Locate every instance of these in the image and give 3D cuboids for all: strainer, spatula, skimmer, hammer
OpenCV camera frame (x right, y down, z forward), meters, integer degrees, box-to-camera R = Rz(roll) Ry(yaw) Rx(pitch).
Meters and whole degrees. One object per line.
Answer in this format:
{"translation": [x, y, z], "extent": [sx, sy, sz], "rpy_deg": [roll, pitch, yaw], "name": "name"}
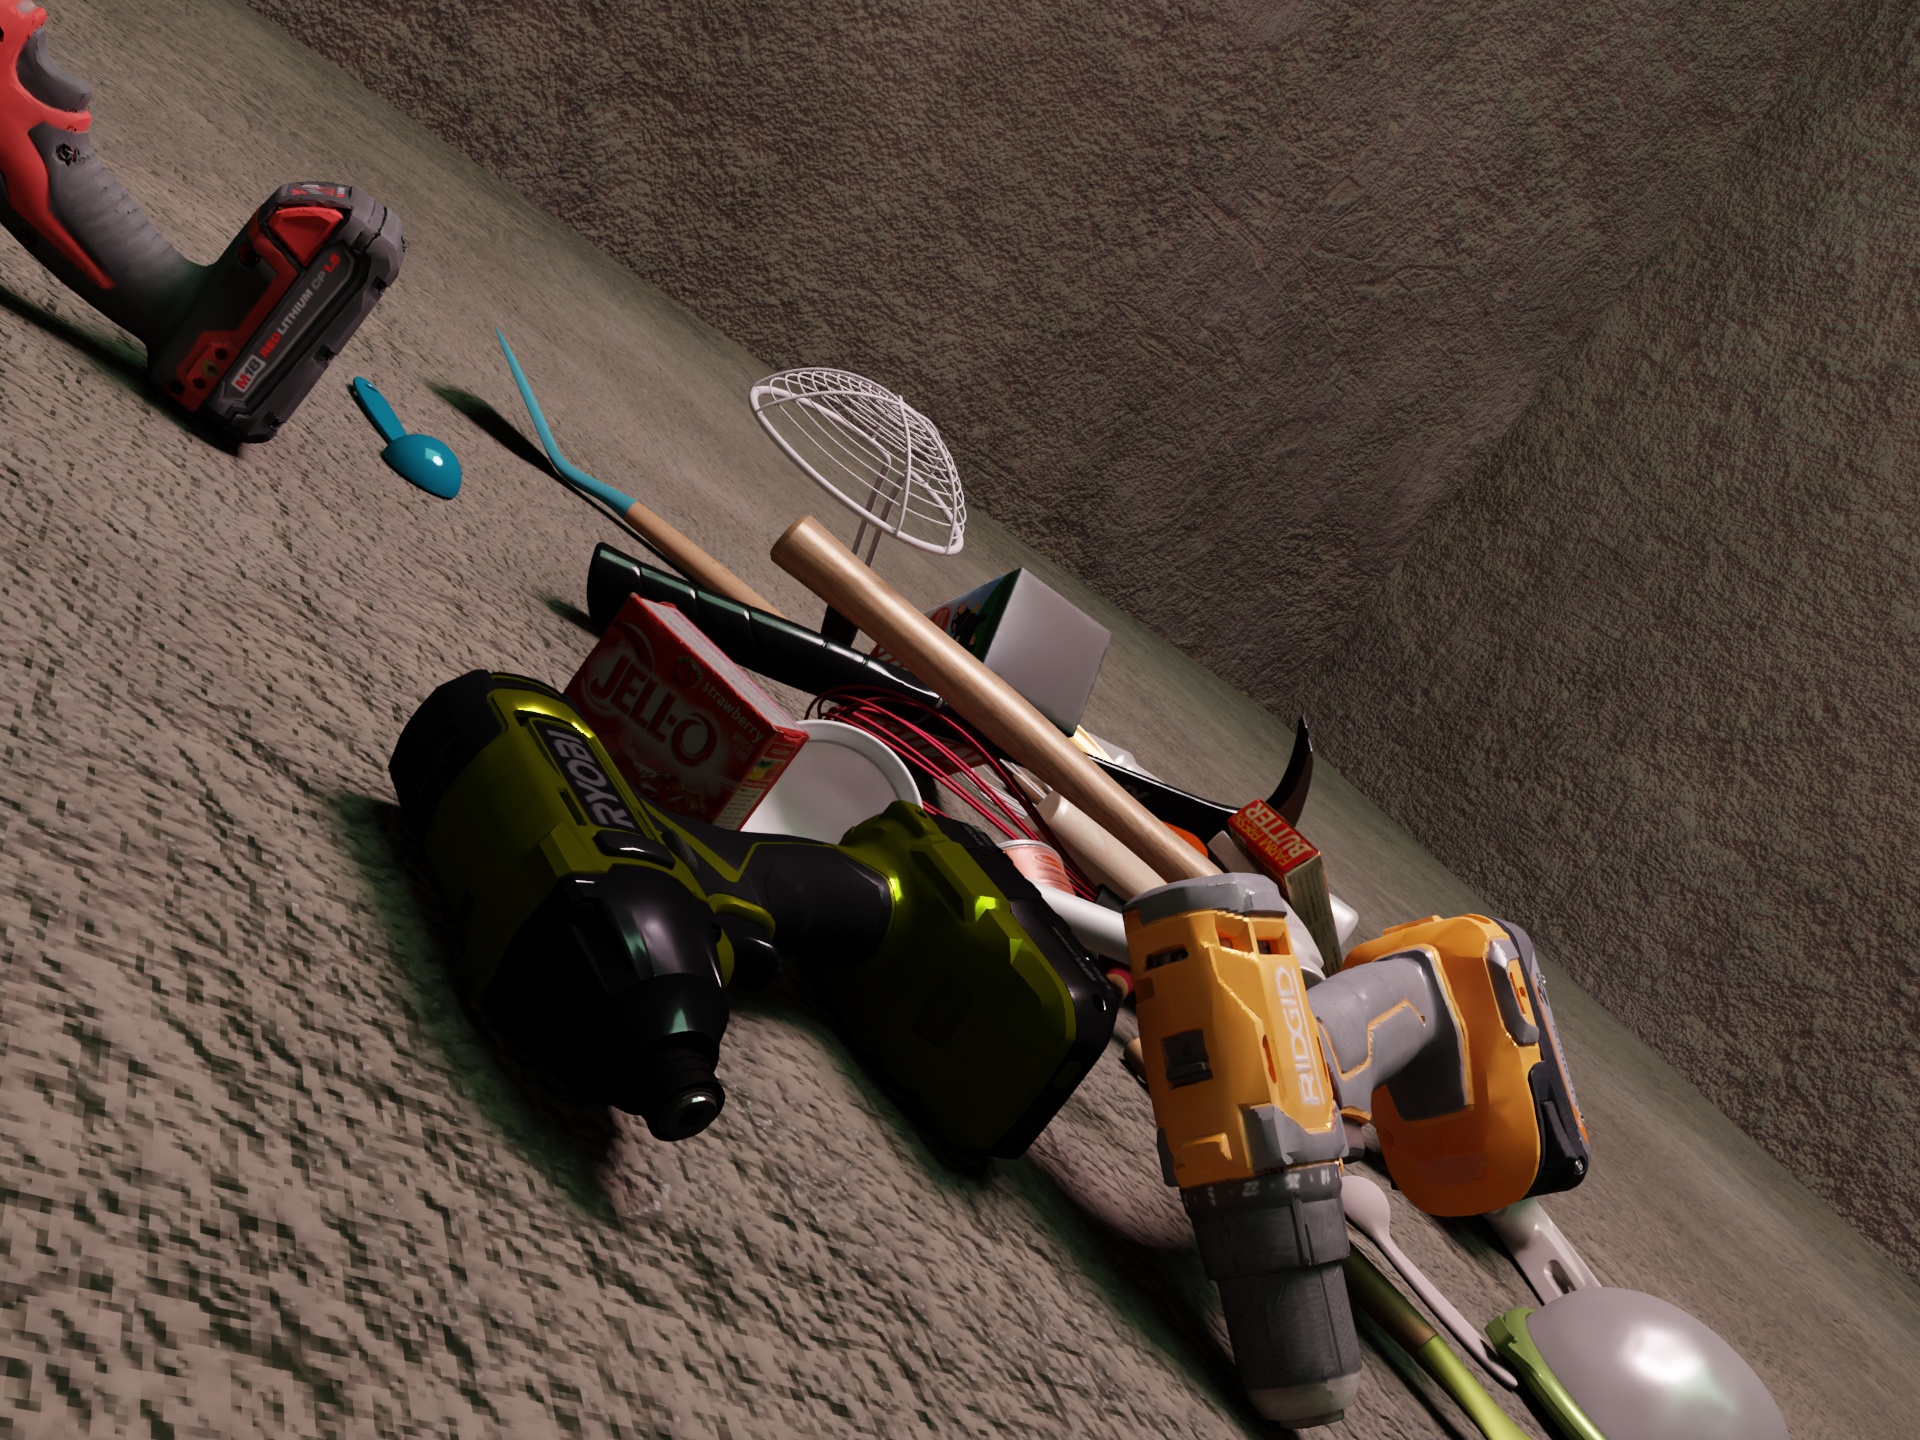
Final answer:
{"translation": [0.004, 0.068, 0.663], "extent": [0.258, 0.087, 0.050], "rpy_deg": [21, -25, -1], "name": "strainer"}
{"translation": [-0.185, -0.127, 1.023], "extent": [0.317, 0.044, 0.082], "rpy_deg": [39, -9, 0], "name": "spatula"}
{"translation": [-0.072, -0.085, 0.900], "extent": [0.127, 0.090, 0.363], "rpy_deg": [40, -21, 4], "name": "skimmer"}
{"translation": [0.191, 0.177, 0.864], "extent": [0.410, 0.038, 0.146], "rpy_deg": [41, 10, -18], "name": "hammer"}
{"translation": [-0.001, -0.003, 0.838], "extent": [0.408, 0.149, 0.036], "rpy_deg": [22, 36, -15], "name": "hammer"}
{"translation": [0.363, 0.348, 0.712], "extent": [0.257, 0.069, 0.151], "rpy_deg": [45, 11, 37], "name": "strainer"}
{"translation": [0.044, 0.016, 0.771], "extent": [0.331, 0.031, 0.130], "rpy_deg": [40, 13, -5], "name": "hammer"}

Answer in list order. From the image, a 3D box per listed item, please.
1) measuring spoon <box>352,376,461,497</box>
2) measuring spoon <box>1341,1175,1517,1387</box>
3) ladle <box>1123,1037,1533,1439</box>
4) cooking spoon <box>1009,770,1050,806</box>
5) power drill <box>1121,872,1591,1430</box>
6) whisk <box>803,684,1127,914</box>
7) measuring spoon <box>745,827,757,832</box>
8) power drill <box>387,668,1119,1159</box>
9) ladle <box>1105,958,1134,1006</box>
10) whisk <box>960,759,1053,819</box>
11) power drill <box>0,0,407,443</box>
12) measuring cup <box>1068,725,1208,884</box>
{"translation": [-0.297, -0.160, 0.850], "extent": [0.042, 0.021, 0.129], "rpy_deg": [25, 17, -49], "name": "measuring spoon"}
{"translation": [0.224, 0.264, 0.762], "extent": [0.034, 0.018, 0.124], "rpy_deg": [27, 16, -46], "name": "measuring spoon"}
{"translation": [0.180, 0.231, 0.661], "extent": [0.078, 0.062, 0.320], "rpy_deg": [5, 28, -45], "name": "ladle"}
{"translation": [0.156, 0.139, 1.072], "extent": [0.319, 0.017, 0.068], "rpy_deg": [40, 8, 11], "name": "cooking spoon"}
{"translation": [0.158, 0.157, 0.614], "extent": [0.226, 0.084, 0.185], "rpy_deg": [10, 62, -45], "name": "power drill"}
{"translation": [0.048, 0.078, 0.775], "extent": [0.296, 0.073, 0.073], "rpy_deg": [35, 11, -4], "name": "whisk"}
{"translation": [-0.098, 0.044, 0.674], "extent": [0.021, 0.011, 0.117], "rpy_deg": [48, 14, 0], "name": "measuring spoon"}
{"translation": [-0.057, 0.074, 0.511], "extent": [0.223, 0.080, 0.171], "rpy_deg": [21, 19, -46], "name": "power drill"}
{"translation": [0.073, 0.138, 0.786], "extent": [0.069, 0.031, 0.315], "rpy_deg": [40, 13, 11], "name": "ladle"}
{"translation": [0.088, 0.082, 1.036], "extent": [0.246, 0.059, 0.058], "rpy_deg": [42, 47, 4], "name": "whisk"}
{"translation": [-0.338, -0.242, 0.640], "extent": [0.226, 0.188, 0.080], "rpy_deg": [36, 9, -30], "name": "power drill"}
{"translation": [0.098, 0.066, 0.989], "extent": [0.174, 0.052, 0.095], "rpy_deg": [48, 46, 8], "name": "measuring cup"}
